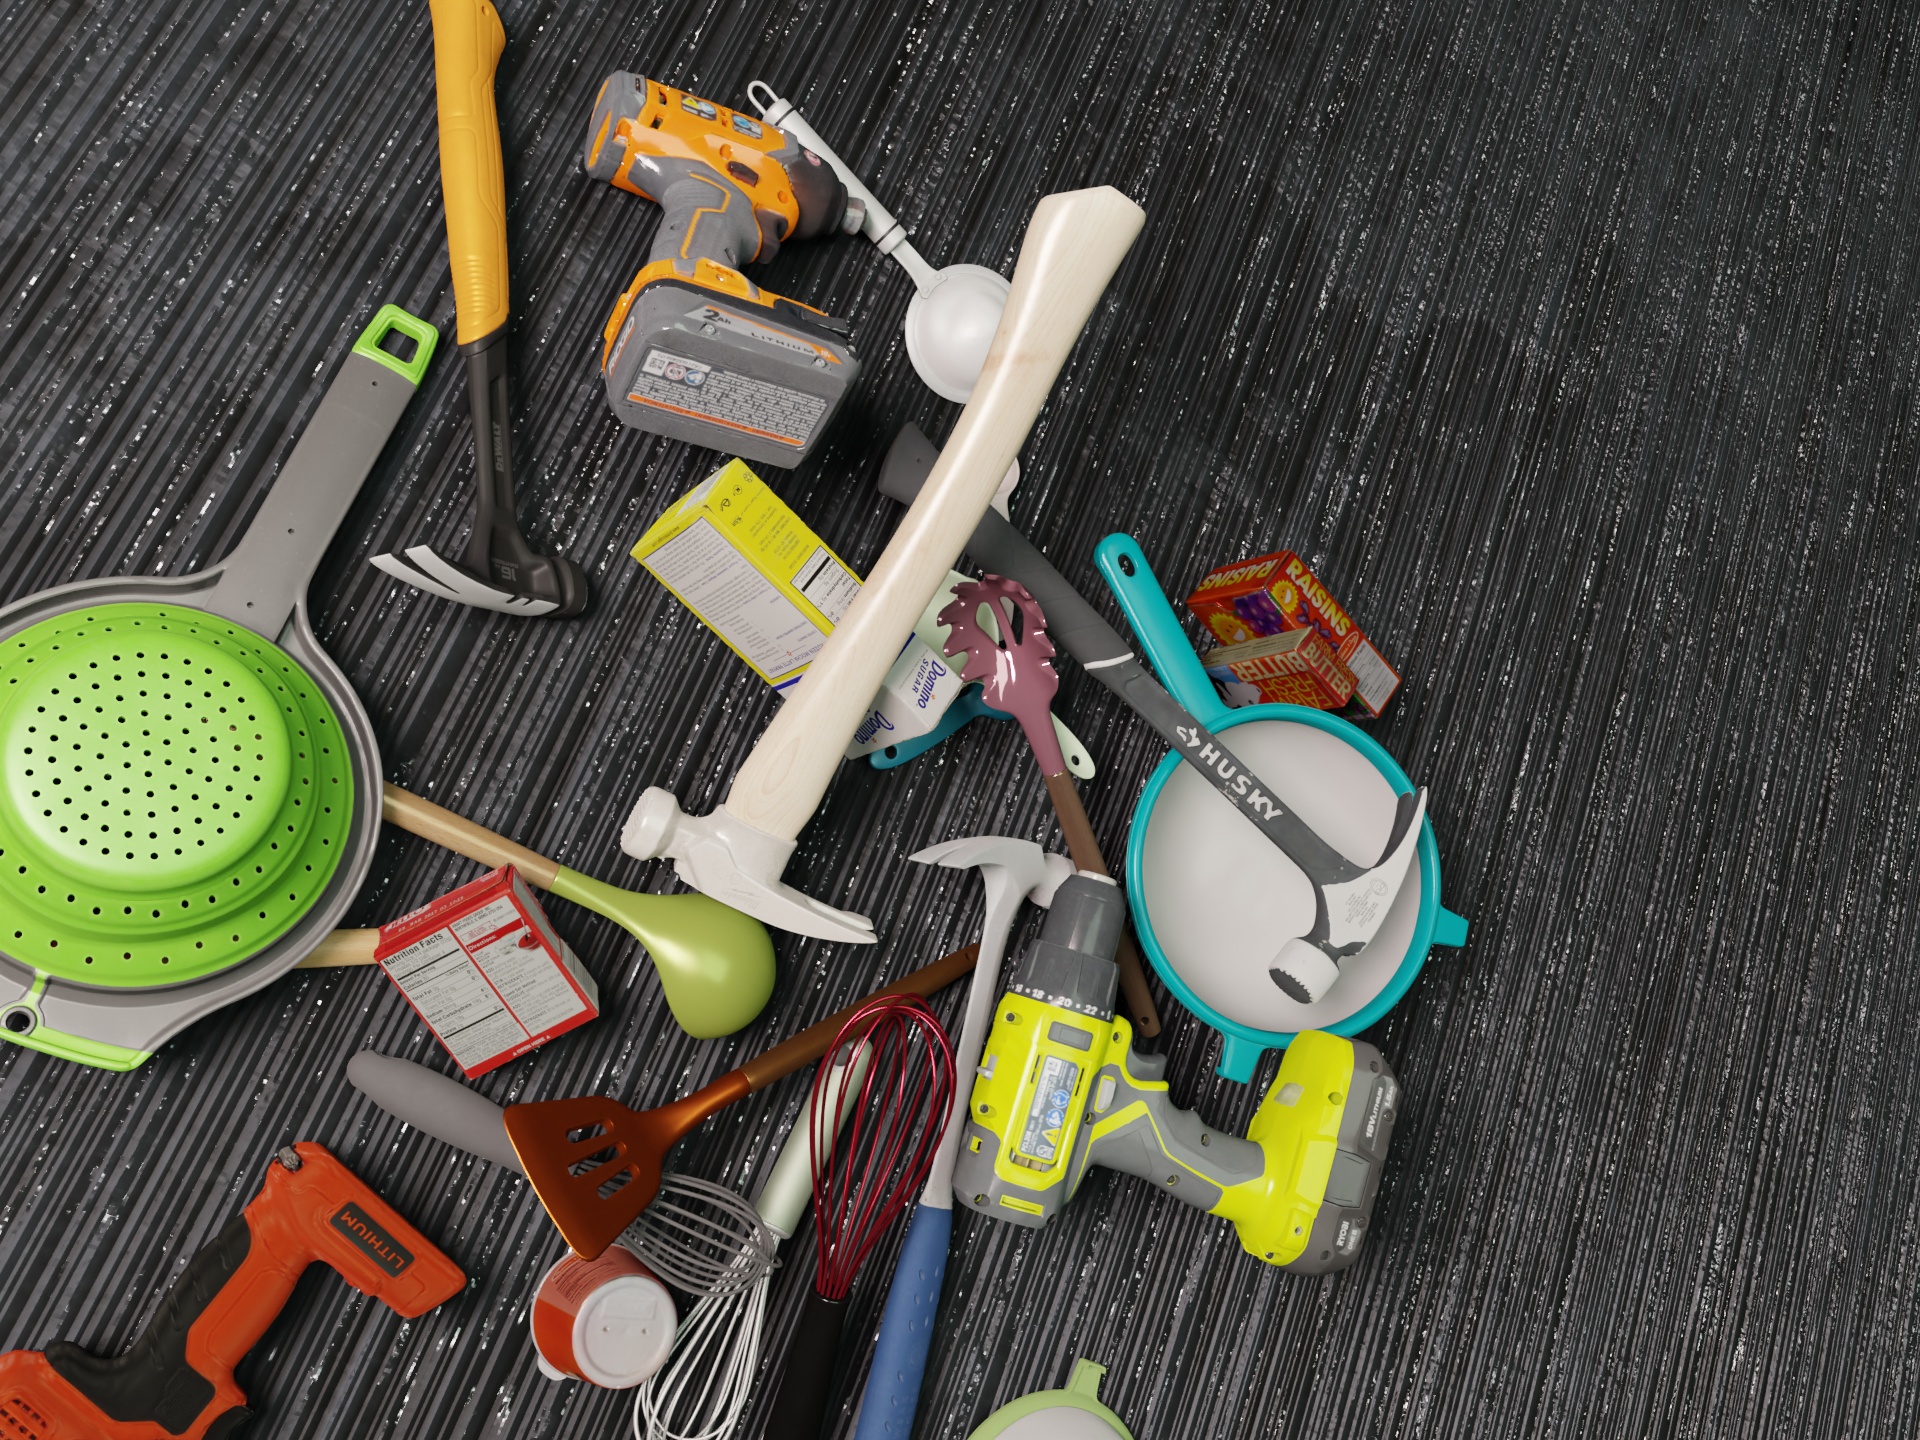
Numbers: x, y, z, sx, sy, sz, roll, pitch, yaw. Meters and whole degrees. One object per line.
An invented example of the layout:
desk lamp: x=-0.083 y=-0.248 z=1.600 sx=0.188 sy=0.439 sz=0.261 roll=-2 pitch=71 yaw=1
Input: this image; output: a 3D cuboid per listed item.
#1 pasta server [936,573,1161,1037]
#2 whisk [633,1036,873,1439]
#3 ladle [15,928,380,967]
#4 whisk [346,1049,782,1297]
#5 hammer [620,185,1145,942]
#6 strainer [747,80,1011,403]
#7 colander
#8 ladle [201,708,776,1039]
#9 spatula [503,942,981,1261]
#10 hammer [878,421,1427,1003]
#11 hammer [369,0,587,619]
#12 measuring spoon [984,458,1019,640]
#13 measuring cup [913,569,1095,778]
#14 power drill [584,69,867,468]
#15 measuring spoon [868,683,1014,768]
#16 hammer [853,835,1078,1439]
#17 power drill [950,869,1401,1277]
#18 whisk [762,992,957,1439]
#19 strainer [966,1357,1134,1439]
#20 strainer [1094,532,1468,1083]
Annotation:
pasta server: x=0.063 y=0.056 z=0.930 sx=0.040 sy=0.060 sz=0.316 roll=-68 pitch=139 yaw=-66
whisk: x=-0.105 y=0.282 z=0.859 sx=0.246 sy=0.058 sz=0.059 roll=-64 pitch=148 yaw=-24
ladle: x=-0.354 y=0.108 z=0.746 sx=0.315 sy=0.031 sz=0.069 roll=2 pitch=81 yaw=-31
whisk: x=-0.196 y=0.224 z=0.796 sx=0.239 sy=0.055 sz=0.055 roll=30 pitch=69 yaw=-9
hammer: x=-0.015 y=-0.077 z=0.816 sx=0.146 sy=0.038 sz=0.410 roll=28 pitch=100 yaw=-17
strainer: x=-0.037 y=-0.288 z=0.974 sx=0.258 sy=0.050 sz=0.087 roll=45 pitch=77 yaw=-13
colander: x=-0.329 y=-0.046 z=0.721 sx=0.204 sy=0.094 sz=0.397 roll=27 pitch=65 yaw=-19
ladle: x=-0.236 y=0.075 z=0.814 sx=0.320 sy=0.062 sz=0.078 roll=28 pitch=48 yaw=-16
spatula: x=-0.093 y=0.179 z=0.841 sx=0.322 sy=0.041 sz=0.081 roll=-22 pitch=73 yaw=-43
hammer: x=0.107 y=-0.025 z=0.944 sx=0.409 sy=0.036 sz=0.149 roll=44 pitch=72 yaw=-1
hammer: x=-0.253 y=-0.224 z=0.819 sx=0.127 sy=0.034 sz=0.337 roll=13 pitch=69 yaw=-65
measuring spoon: x=0.020 y=-0.112 z=0.999 sx=0.034 sy=0.018 sz=0.124 roll=-2 pitch=91 yaw=-30
measuring cup: x=0.013 y=-0.020 z=0.953 sx=0.167 sy=0.038 sz=0.083 roll=44 pitch=57 yaw=-9
power drill: x=-0.116 y=-0.247 z=0.860 sx=0.164 sy=0.084 sz=0.227 roll=11 pitch=50 yaw=-28
measuring spoon: x=-0.002 y=-0.003 z=0.963 sx=0.128 sy=0.021 sz=0.042 roll=-30 pitch=99 yaw=-31
hammer: x=-0.016 y=0.261 z=0.895 sx=0.144 sy=0.035 sz=0.406 roll=27 pitch=73 yaw=-53
power drill: x=0.123 y=0.203 z=0.892 sx=0.228 sy=0.080 sz=0.190 roll=20 pitch=81 yaw=-13
whisk: x=-0.062 y=0.281 z=0.833 sx=0.073 sy=0.073 sz=0.296 roll=11 pitch=99 yaw=-28
strainer: x=0.021 y=0.485 z=0.885 sx=0.256 sy=0.069 sz=0.151 roll=-19 pitch=93 yaw=-32
strainer: x=0.160 y=0.043 z=1.013 sx=0.211 sy=0.095 sz=0.340 roll=-27 pitch=88 yaw=-18
